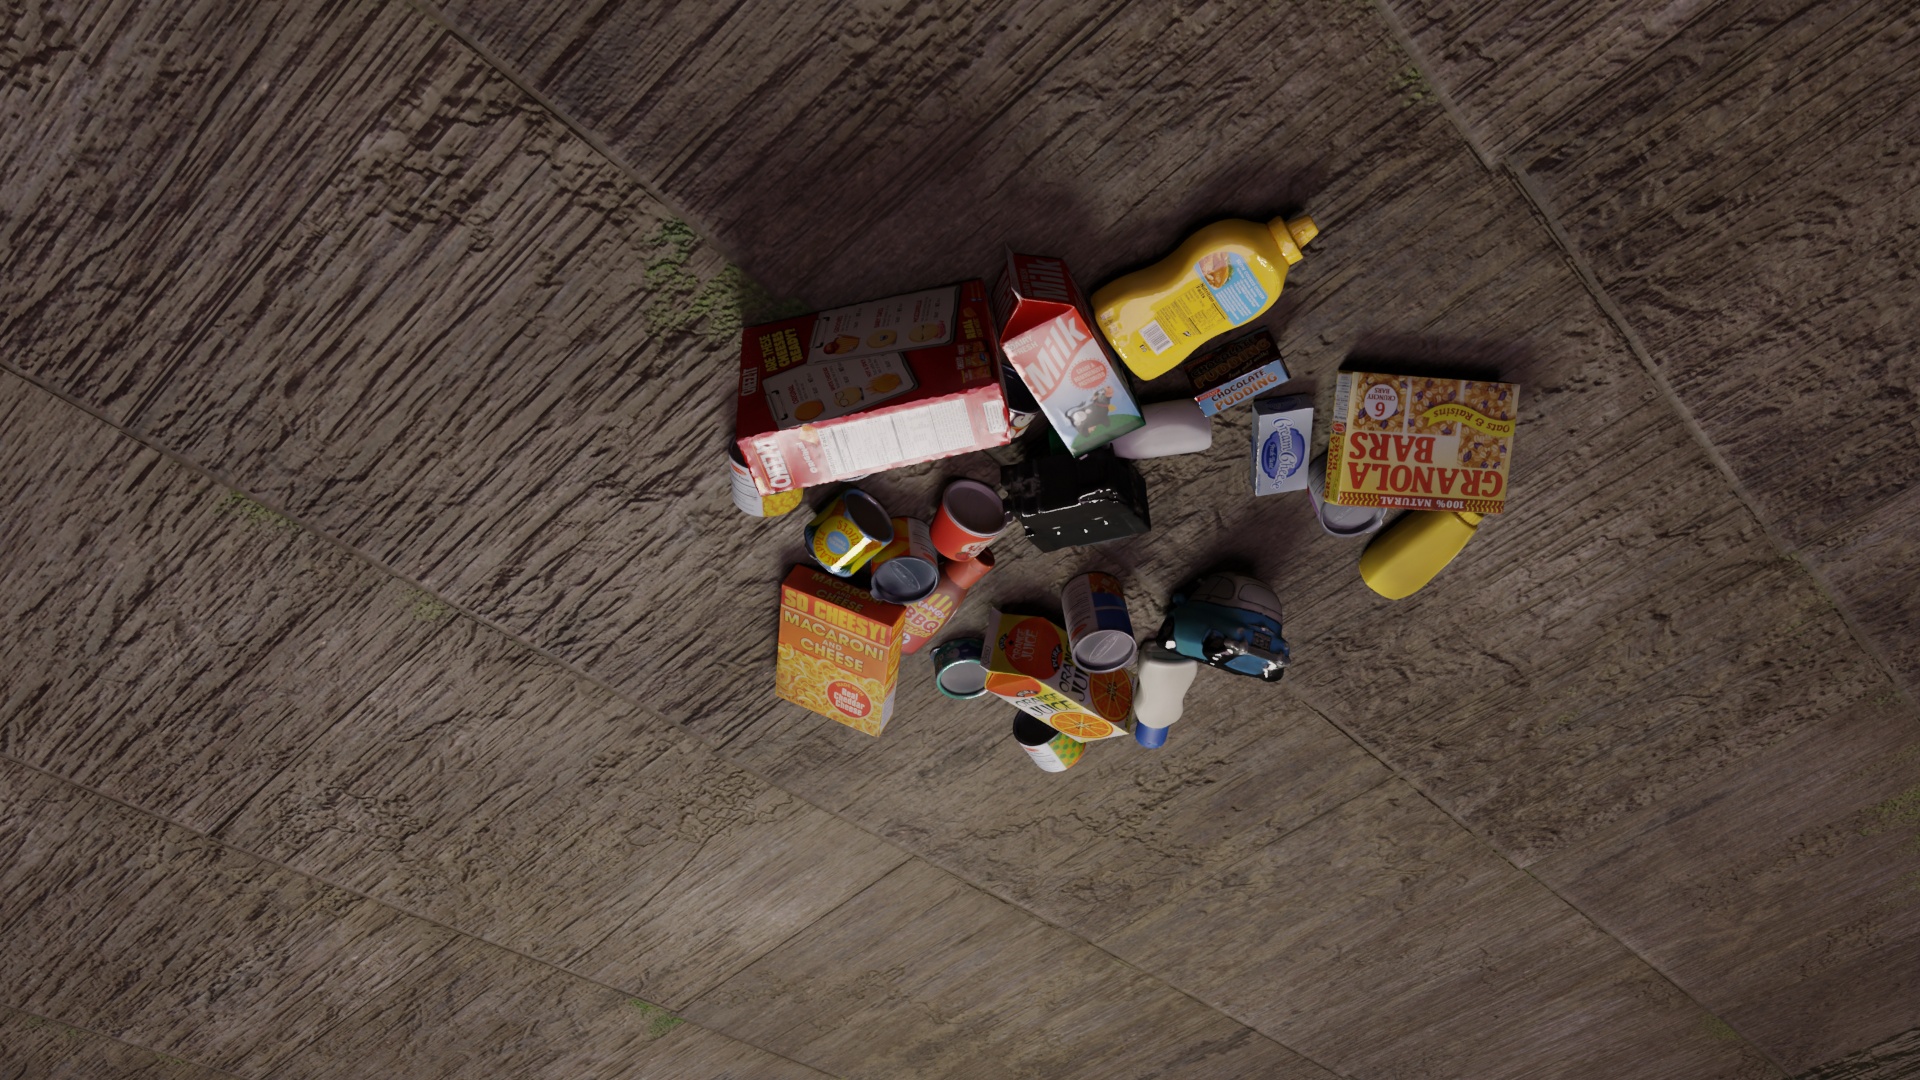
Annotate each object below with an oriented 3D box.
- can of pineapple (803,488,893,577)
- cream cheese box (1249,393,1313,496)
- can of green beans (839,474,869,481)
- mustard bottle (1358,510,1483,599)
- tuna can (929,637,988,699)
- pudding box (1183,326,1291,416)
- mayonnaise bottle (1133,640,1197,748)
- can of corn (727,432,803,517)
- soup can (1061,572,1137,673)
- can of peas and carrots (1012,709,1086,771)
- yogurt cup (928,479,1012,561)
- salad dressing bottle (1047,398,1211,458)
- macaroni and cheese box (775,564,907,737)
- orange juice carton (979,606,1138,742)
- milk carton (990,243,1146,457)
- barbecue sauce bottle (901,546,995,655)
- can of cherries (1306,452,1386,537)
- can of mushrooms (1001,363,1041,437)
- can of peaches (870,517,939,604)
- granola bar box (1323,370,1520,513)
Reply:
[{"bbox_3d":[-0.106,-0.007,1.323,0.071,0.071,0.057,33,121,-31],"label":"can of pineapple"},{"bbox_3d":[0.306,-0.091,1.326,0.053,0.024,0.103,-9,133,0],"label":"cream cheese box"},{"bbox_3d":[-0.104,-0.096,1.248,0.071,0.058,0.071,-4,133,-4],"label":"can of green beans"},{"bbox_3d":[0.480,-0.006,1.409,0.065,0.049,0.159,26,124,-28],"label":"mustard bottle"},{"bbox_3d":[0.002,0.138,1.495,0.071,0.033,0.070,-4,133,-4],"label":"tuna can"},{"bbox_3d":[0.248,-0.151,1.245,0.083,0.050,0.030,-24,133,16],"label":"pudding box"},{"bbox_3d":[0.222,0.173,1.550,0.065,0.041,0.147,1,134,-4],"label":"mayonnaise bottle"},{"bbox_3d":[-0.175,-0.065,1.265,0.071,0.071,0.058,-1,133,-6],"label":"can of corn"},{"bbox_3d":[0.144,0.085,1.428,0.071,0.084,0.071,-3,133,-3],"label":"soup can"},{"bbox_3d":[0.102,0.215,1.559,0.071,0.071,0.058,-23,131,15],"label":"can of peas and carrots"},{"bbox_3d":[0.005,-0.017,1.333,0.072,0.073,0.053,15,137,-19],"label":"yogurt cup"},{"bbox_3d":[0.156,-0.099,1.286,0.148,0.044,0.064,-7,156,4],"label":"salad dressing bottle"},{"bbox_3d":[-0.124,0.113,1.420,0.124,0.040,0.165,21,132,12],"label":"macaroni and cheese box"},{"bbox_3d":[0.095,0.141,1.468,0.192,0.072,0.073,33,146,-31],"label":"orange juice carton"},{"bbox_3d":[0.085,-0.168,1.195,0.073,0.073,0.190,-25,131,16],"label":"milk carton"},{"bbox_3d":[-0.027,0.055,1.408,0.065,0.044,0.148,33,121,-26],"label":"barbecue sauce bottle"},{"bbox_3d":[0.375,-0.045,1.354,0.071,0.059,0.071,-4,132,-4],"label":"can of cherries"},{"bbox_3d":[0.035,-0.124,1.232,0.071,0.071,0.033,19,129,-22],"label":"can of mushrooms"},{"bbox_3d":[-0.058,0.020,1.362,0.071,0.058,0.070,-3,134,-4],"label":"can of peaches"},{"bbox_3d":[0.427,-0.091,1.290,0.166,0.039,0.124,3,98,-10],"label":"granola bar box"}]
